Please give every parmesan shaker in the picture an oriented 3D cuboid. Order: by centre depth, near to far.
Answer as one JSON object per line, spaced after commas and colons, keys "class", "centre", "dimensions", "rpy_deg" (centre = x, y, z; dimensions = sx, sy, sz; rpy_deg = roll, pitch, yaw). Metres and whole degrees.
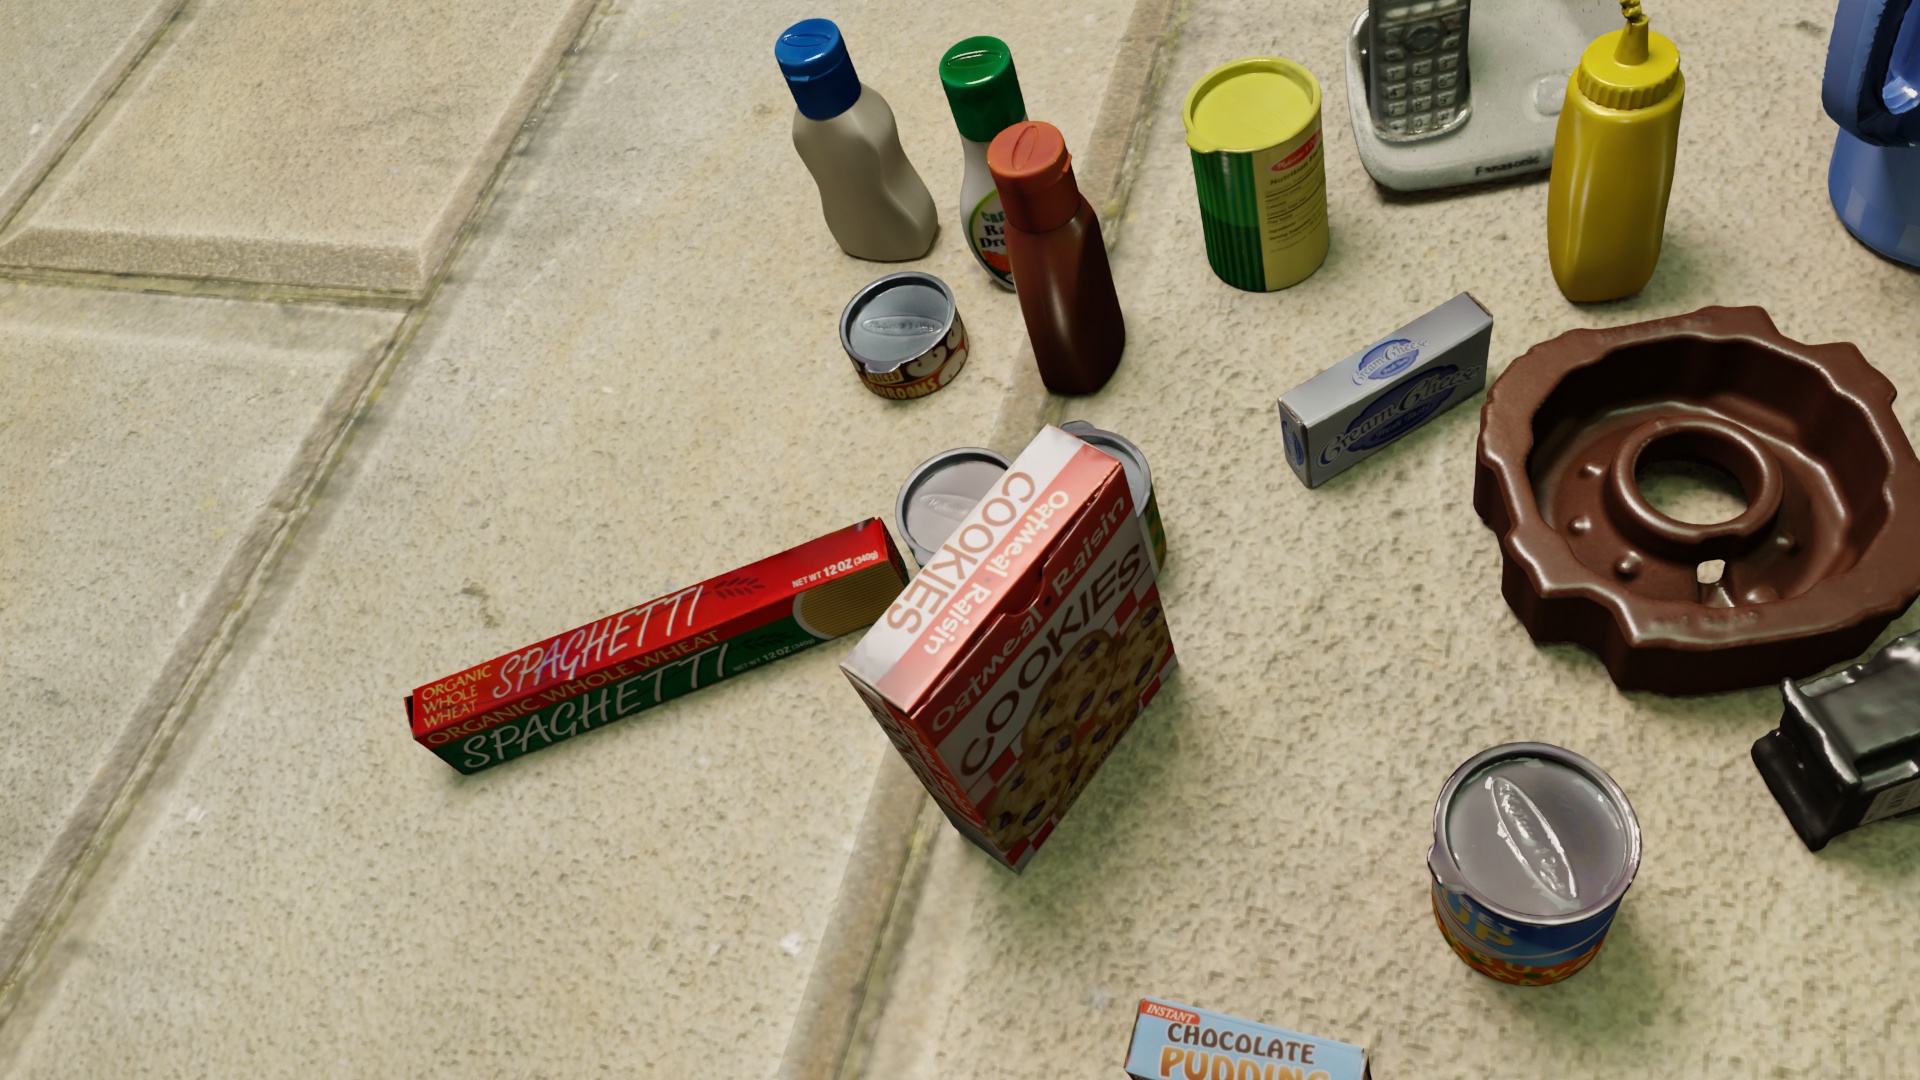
{"class": "parmesan shaker", "centre": [0.151, -0.184, 0.713], "dimensions": [0.071, 0.102, 0.071], "rpy_deg": [-8, 57, 12]}

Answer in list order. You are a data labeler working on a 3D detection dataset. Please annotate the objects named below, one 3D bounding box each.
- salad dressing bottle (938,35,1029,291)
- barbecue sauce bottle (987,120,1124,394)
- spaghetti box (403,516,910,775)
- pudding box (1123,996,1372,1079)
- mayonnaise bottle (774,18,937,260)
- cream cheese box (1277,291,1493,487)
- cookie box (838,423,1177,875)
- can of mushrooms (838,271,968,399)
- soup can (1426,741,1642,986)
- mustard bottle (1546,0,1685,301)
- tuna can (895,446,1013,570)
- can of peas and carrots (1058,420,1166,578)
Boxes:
{"class": "salad dressing bottle", "centre": [0.024, -0.195, 0.731], "dimensions": [0.064, 0.147, 0.044], "rpy_deg": [-4, 57, 14]}
{"class": "barbecue sauce bottle", "centre": [0.048, -0.139, 0.687], "dimensions": [0.043, 0.148, 0.065], "rpy_deg": [8, 61, 21]}
{"class": "spaghetti box", "centre": [-0.146, 0.054, 0.681], "dimensions": [0.250, 0.050, 0.029], "rpy_deg": [-21, 55, 3]}
{"class": "pudding box", "centre": [0.107, 0.196, 0.513], "dimensions": [0.084, 0.049, 0.030], "rpy_deg": [8, 61, 21]}
{"class": "mayonnaise bottle", "centre": [-0.060, -0.219, 0.771], "dimensions": [0.065, 0.147, 0.041], "rpy_deg": [8, 61, 21]}
{"class": "cream cheese box", "centre": [0.200, -0.070, 0.654], "dimensions": [0.104, 0.053, 0.024], "rpy_deg": [-30, 55, -3]}
{"class": "cookie box", "centre": [0.029, 0.050, 0.559], "dimensions": [0.040, 0.166, 0.123], "rpy_deg": [30, 71, 30]}
{"class": "can of mushrooms", "centre": [-0.031, -0.111, 0.763], "dimensions": [0.071, 0.033, 0.071], "rpy_deg": [-8, 56, 12]}
{"class": "soup can", "centre": [0.205, 0.122, 0.511], "dimensions": [0.071, 0.083, 0.072], "rpy_deg": [-8, 56, 12]}
{"class": "mustard bottle", "centre": [0.298, -0.179, 0.630], "dimensions": [0.049, 0.159, 0.065], "rpy_deg": [-5, 57, 14]}
{"class": "tuna can", "centre": [0.002, -0.009, 0.687], "dimensions": [0.071, 0.032, 0.071], "rpy_deg": [-8, 56, 12]}
{"class": "can of peas and carrots", "centre": [0.061, -0.012, 0.656], "dimensions": [0.071, 0.058, 0.071], "rpy_deg": [-8, 56, 12]}
